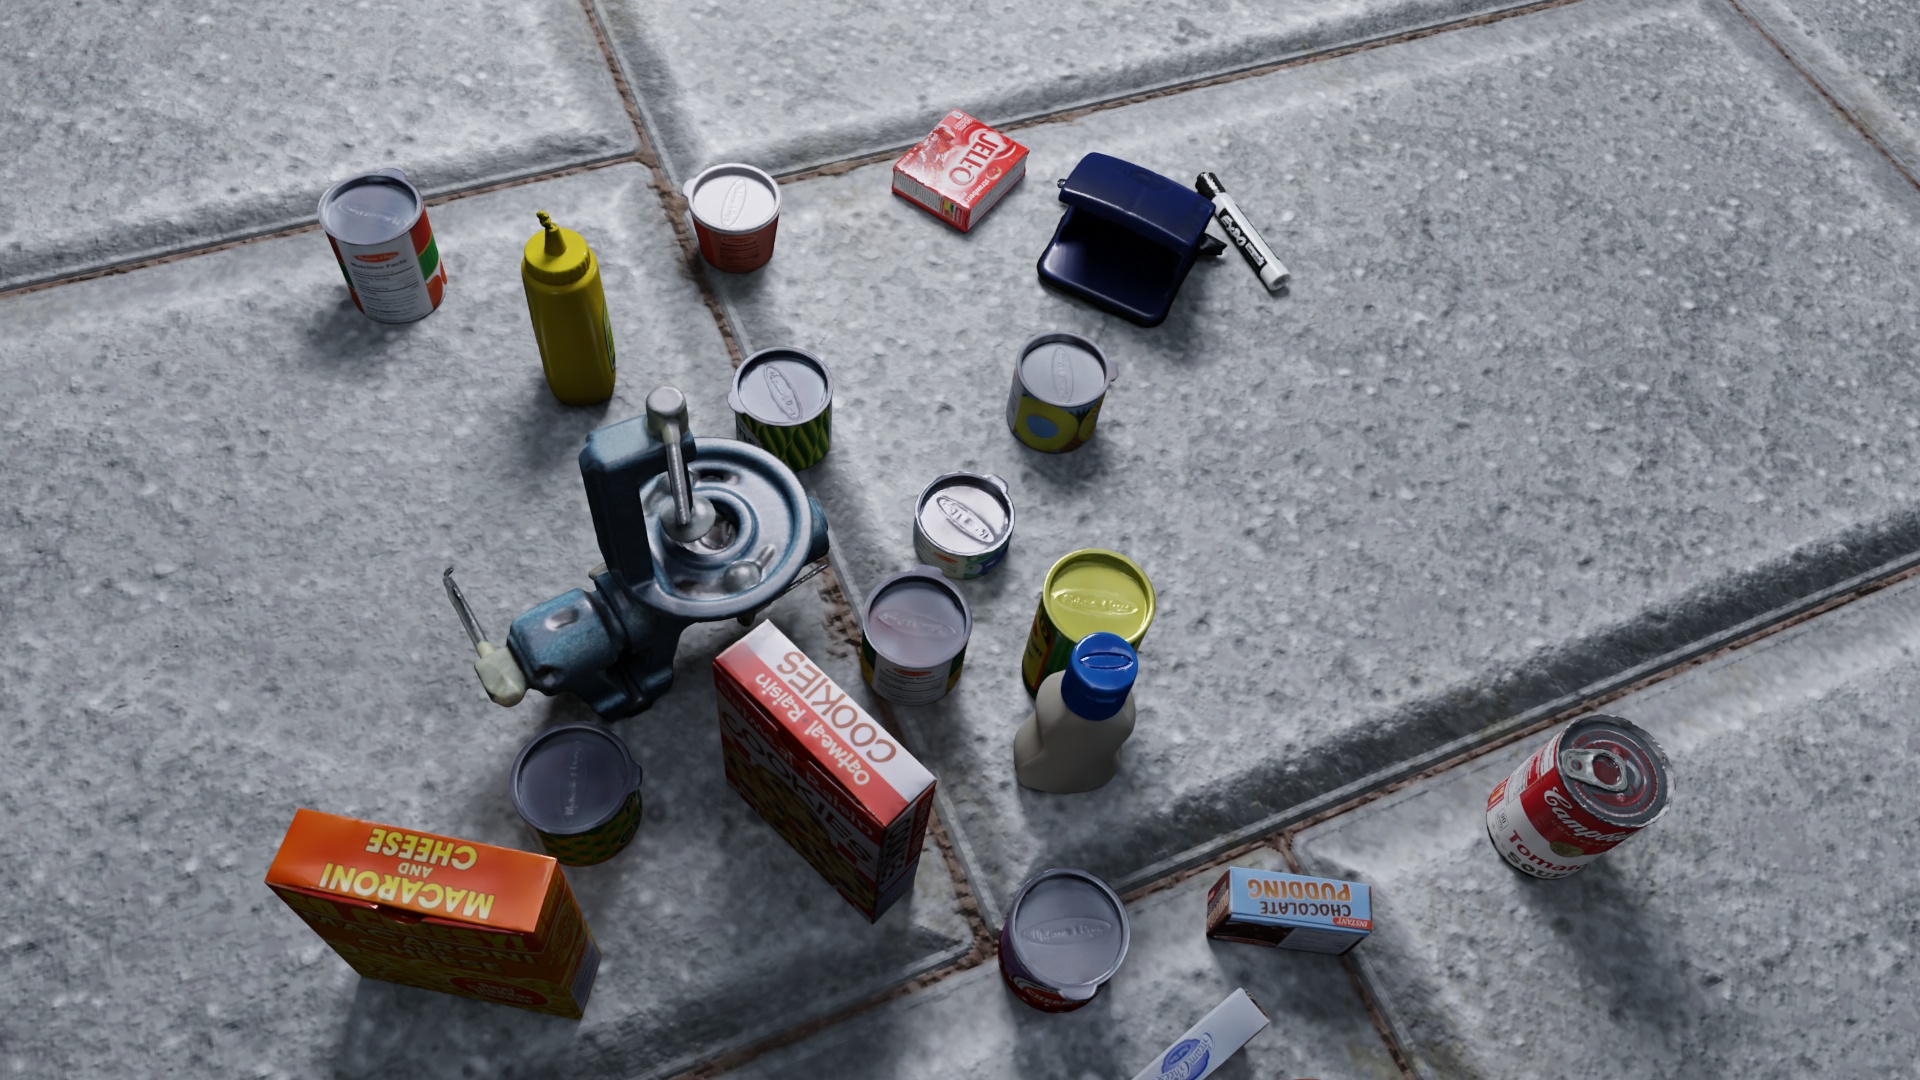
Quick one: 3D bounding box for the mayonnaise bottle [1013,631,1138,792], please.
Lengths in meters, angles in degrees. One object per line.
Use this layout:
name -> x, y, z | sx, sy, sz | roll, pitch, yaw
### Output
mayonnaise bottle -> 0.069, 0.100, 0.791 | 0.065, 0.147, 0.041 | 0, 59, -6

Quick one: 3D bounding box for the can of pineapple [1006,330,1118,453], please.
can of pineapple -> 0.069, -0.102, 0.967 | 0.071, 0.057, 0.071 | 3, 59, -5

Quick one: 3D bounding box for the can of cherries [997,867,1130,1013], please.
can of cherries -> 0.055, 0.224, 0.767 | 0.071, 0.058, 0.072 | 3, 59, -5

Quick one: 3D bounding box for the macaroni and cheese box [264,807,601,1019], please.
macaroni and cheese box -> -0.252, 0.190, 0.688 | 0.124, 0.165, 0.040 | 11, 59, 0

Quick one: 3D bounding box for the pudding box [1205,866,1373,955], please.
pudding box -> 0.187, 0.213, 0.795 | 0.084, 0.049, 0.030 | 7, 59, -2

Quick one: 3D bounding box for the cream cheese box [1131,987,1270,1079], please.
cream cheese box -> 0.115, 0.284, 0.741 | 0.104, 0.053, 0.024 | -32, 67, -23

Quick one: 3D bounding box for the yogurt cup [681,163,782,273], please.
yogurt cup -> -0.165, -0.235, 1.022 | 0.072, 0.053, 0.073 | 3, 59, -5

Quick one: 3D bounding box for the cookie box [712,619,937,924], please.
cookie box -> -0.075, 0.129, 0.745 | 0.123, 0.166, 0.040 | 41, 63, 17

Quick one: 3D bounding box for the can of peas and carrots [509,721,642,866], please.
can of peas and carrots -> -0.213, 0.144, 0.784 | 0.071, 0.058, 0.071 | 3, 59, -5

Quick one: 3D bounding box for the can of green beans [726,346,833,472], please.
can of green beans -> -0.119, -0.088, 0.936 | 0.071, 0.057, 0.071 | 3, 59, -5

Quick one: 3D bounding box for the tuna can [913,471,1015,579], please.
tuna can -> 0.003, -0.012, 0.919 | 0.071, 0.032, 0.071 | 3, 59, -5

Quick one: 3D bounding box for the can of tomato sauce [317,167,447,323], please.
can of tomato sauce -> -0.396, -0.202, 0.959 | 0.071, 0.082, 0.071 | 3, 59, -5

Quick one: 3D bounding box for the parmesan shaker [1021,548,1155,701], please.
parmesan shaker -> 0.075, 0.061, 0.842 | 0.071, 0.102, 0.071 | 3, 59, -5

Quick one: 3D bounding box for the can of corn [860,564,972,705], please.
can of corn -> -0.028, 0.059, 0.858 | 0.071, 0.058, 0.071 | 3, 59, -5

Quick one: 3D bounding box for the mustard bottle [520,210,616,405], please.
mustard bottle -> -0.255, -0.154, 0.901 | 0.049, 0.159, 0.065 | -9, 61, -12
